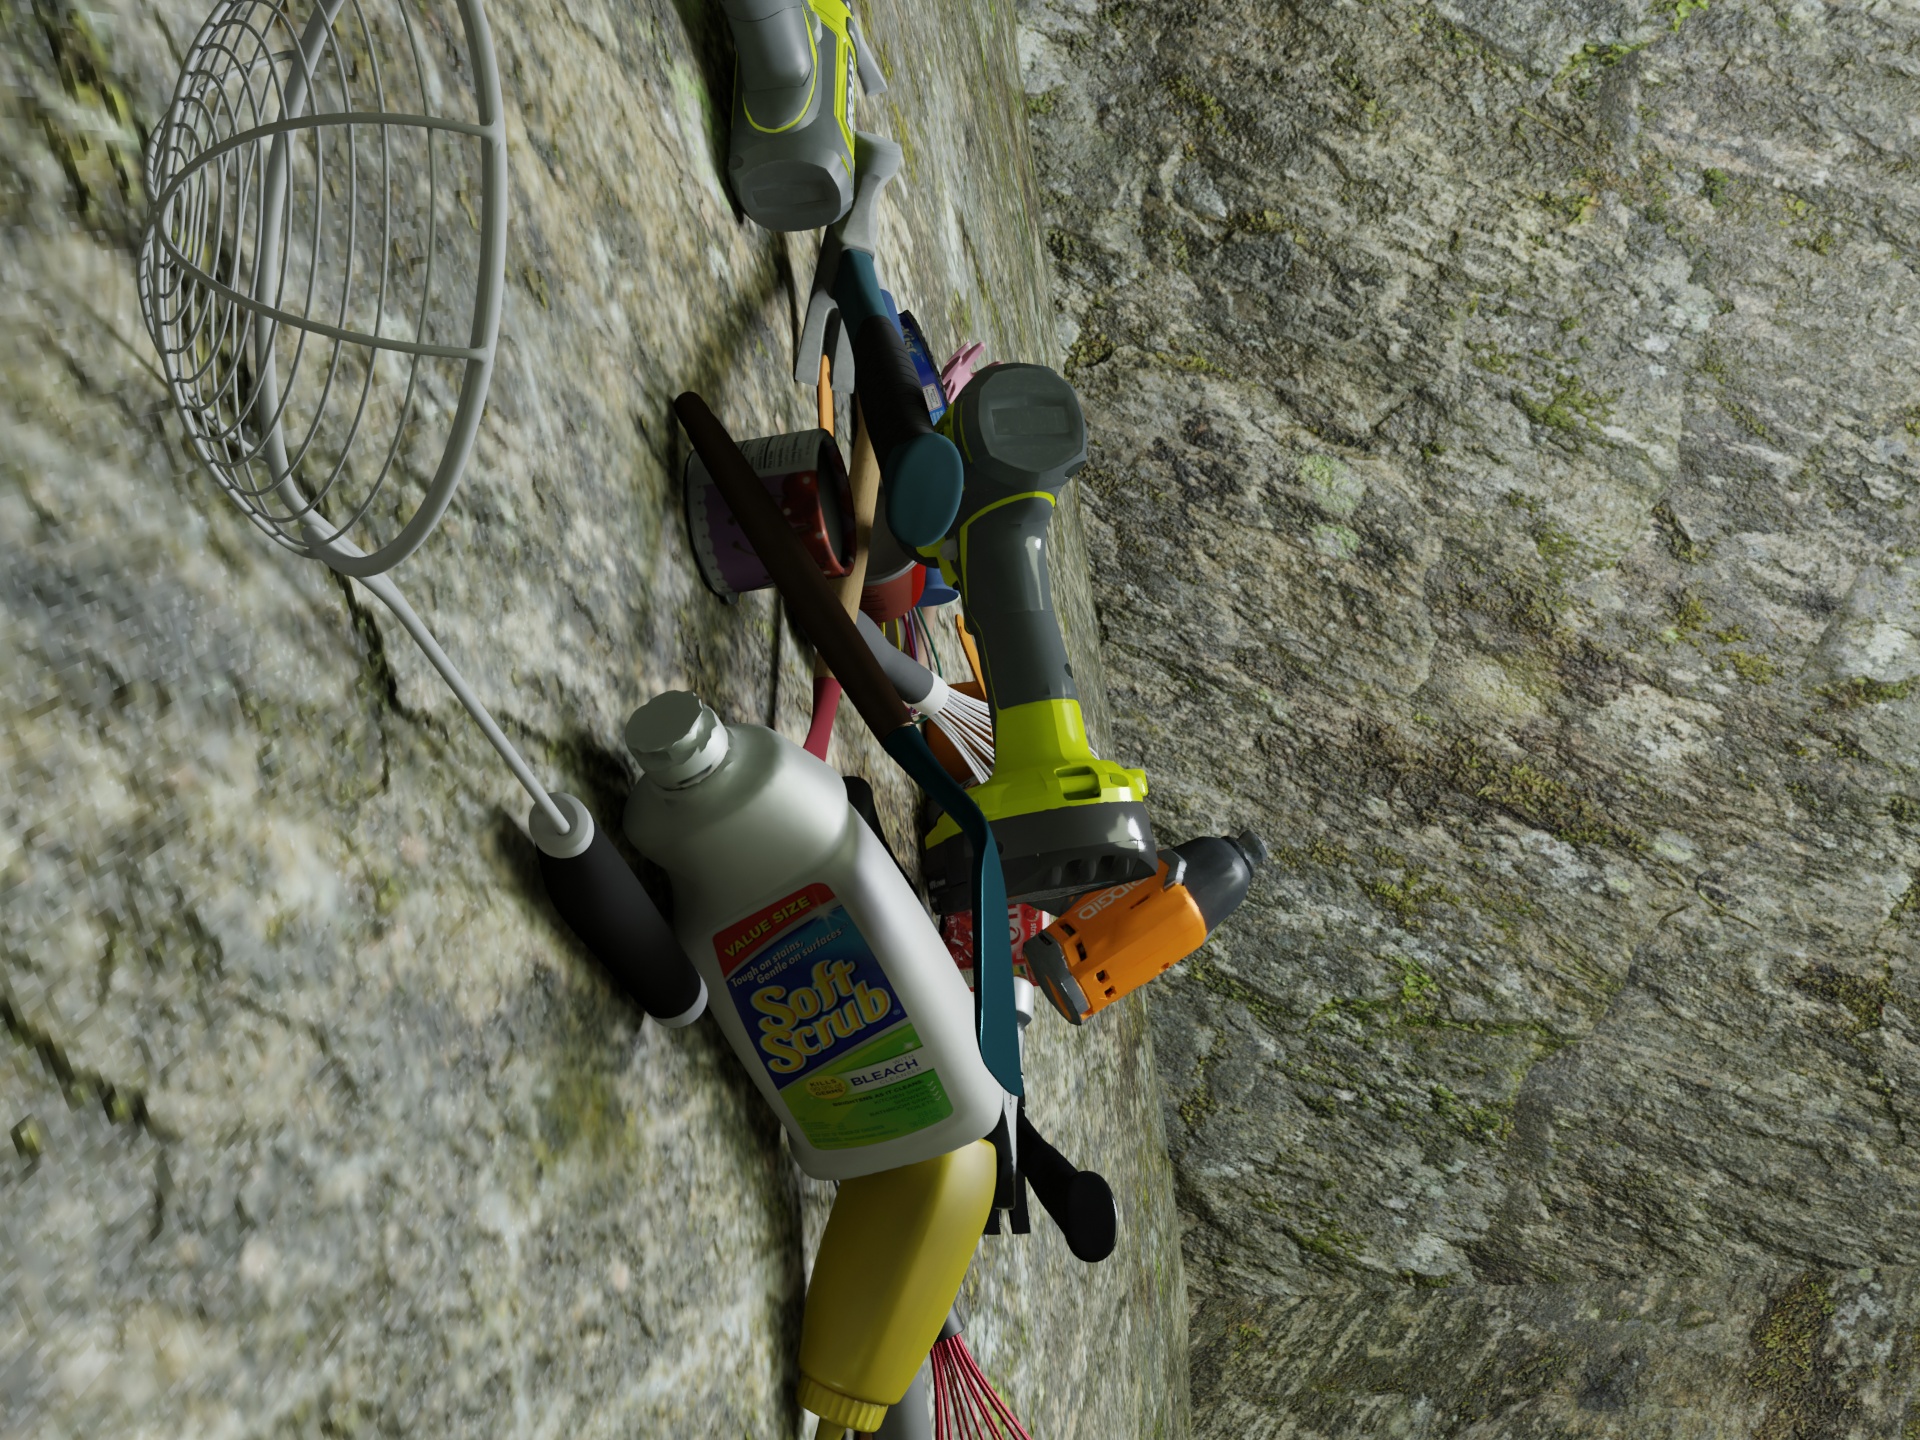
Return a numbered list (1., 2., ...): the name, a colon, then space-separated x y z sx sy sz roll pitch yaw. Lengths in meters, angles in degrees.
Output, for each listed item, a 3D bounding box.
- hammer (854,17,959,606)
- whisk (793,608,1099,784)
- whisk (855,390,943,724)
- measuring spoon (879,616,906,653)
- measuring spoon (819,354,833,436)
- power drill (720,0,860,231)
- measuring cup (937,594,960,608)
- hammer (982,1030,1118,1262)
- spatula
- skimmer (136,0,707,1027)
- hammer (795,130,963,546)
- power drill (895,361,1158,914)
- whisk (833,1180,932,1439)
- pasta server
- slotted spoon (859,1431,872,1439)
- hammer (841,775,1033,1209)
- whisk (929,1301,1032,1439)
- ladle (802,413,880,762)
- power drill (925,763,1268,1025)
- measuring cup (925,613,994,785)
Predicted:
1. hammer: -0.050 -0.266 0.973 0.144 0.035 0.406 42 38 -76
2. whisk: -0.001 -0.002 0.910 0.284 0.070 0.070 35 45 -46
3. whisk: -0.045 -0.104 0.977 0.047 0.051 0.245 51 31 -63
4. measuring spoon: -0.053 -0.097 1.021 0.034 0.018 0.124 21 57 -77
5. measuring spoon: -0.074 -0.160 0.928 0.021 0.011 0.117 49 36 -74
6. power drill: -0.096 -0.376 0.751 0.228 0.080 0.191 71 17 -64
7. measuring cup: -0.029 -0.148 1.105 0.083 0.038 0.167 -87 168 -45
8. hammer: 0.051 0.290 1.020 0.335 0.035 0.146 153 -63 -82
9. spatula: -0.045 -0.008 0.602 0.318 0.044 0.082 57 -1 24
10. skimmer: -0.103 -0.018 0.426 0.127 0.090 0.362 52 -13 34
11. hammer: -0.040 -0.177 0.762 0.331 0.033 0.128 -106 -149 -55
12. power drill: 0.017 -0.029 0.733 0.171 0.080 0.223 146 -63 -69
13. whisk: -0.033 0.267 0.755 0.055 0.055 0.239 29 55 -78
14. pasta server: -0.009 -0.140 1.067 0.060 0.040 0.316 42 41 -34
15. slotted spoon: -0.031 0.269 0.863 0.314 0.031 0.070 -82 163 -49
16. hammer: -0.013 0.142 0.839 0.408 0.036 0.149 67 23 -58
17. whisk: -0.002 0.322 0.784 0.073 0.073 0.296 33 37 -78
18. ladle: -0.061 -0.041 0.785 0.069 0.031 0.316 66 27 -56
19. power drill: 0.086 0.090 1.033 0.227 0.164 0.084 41 -20 59
20. measuring cup: -0.004 -0.012 1.131 0.173 0.052 0.095 70 16 -48
